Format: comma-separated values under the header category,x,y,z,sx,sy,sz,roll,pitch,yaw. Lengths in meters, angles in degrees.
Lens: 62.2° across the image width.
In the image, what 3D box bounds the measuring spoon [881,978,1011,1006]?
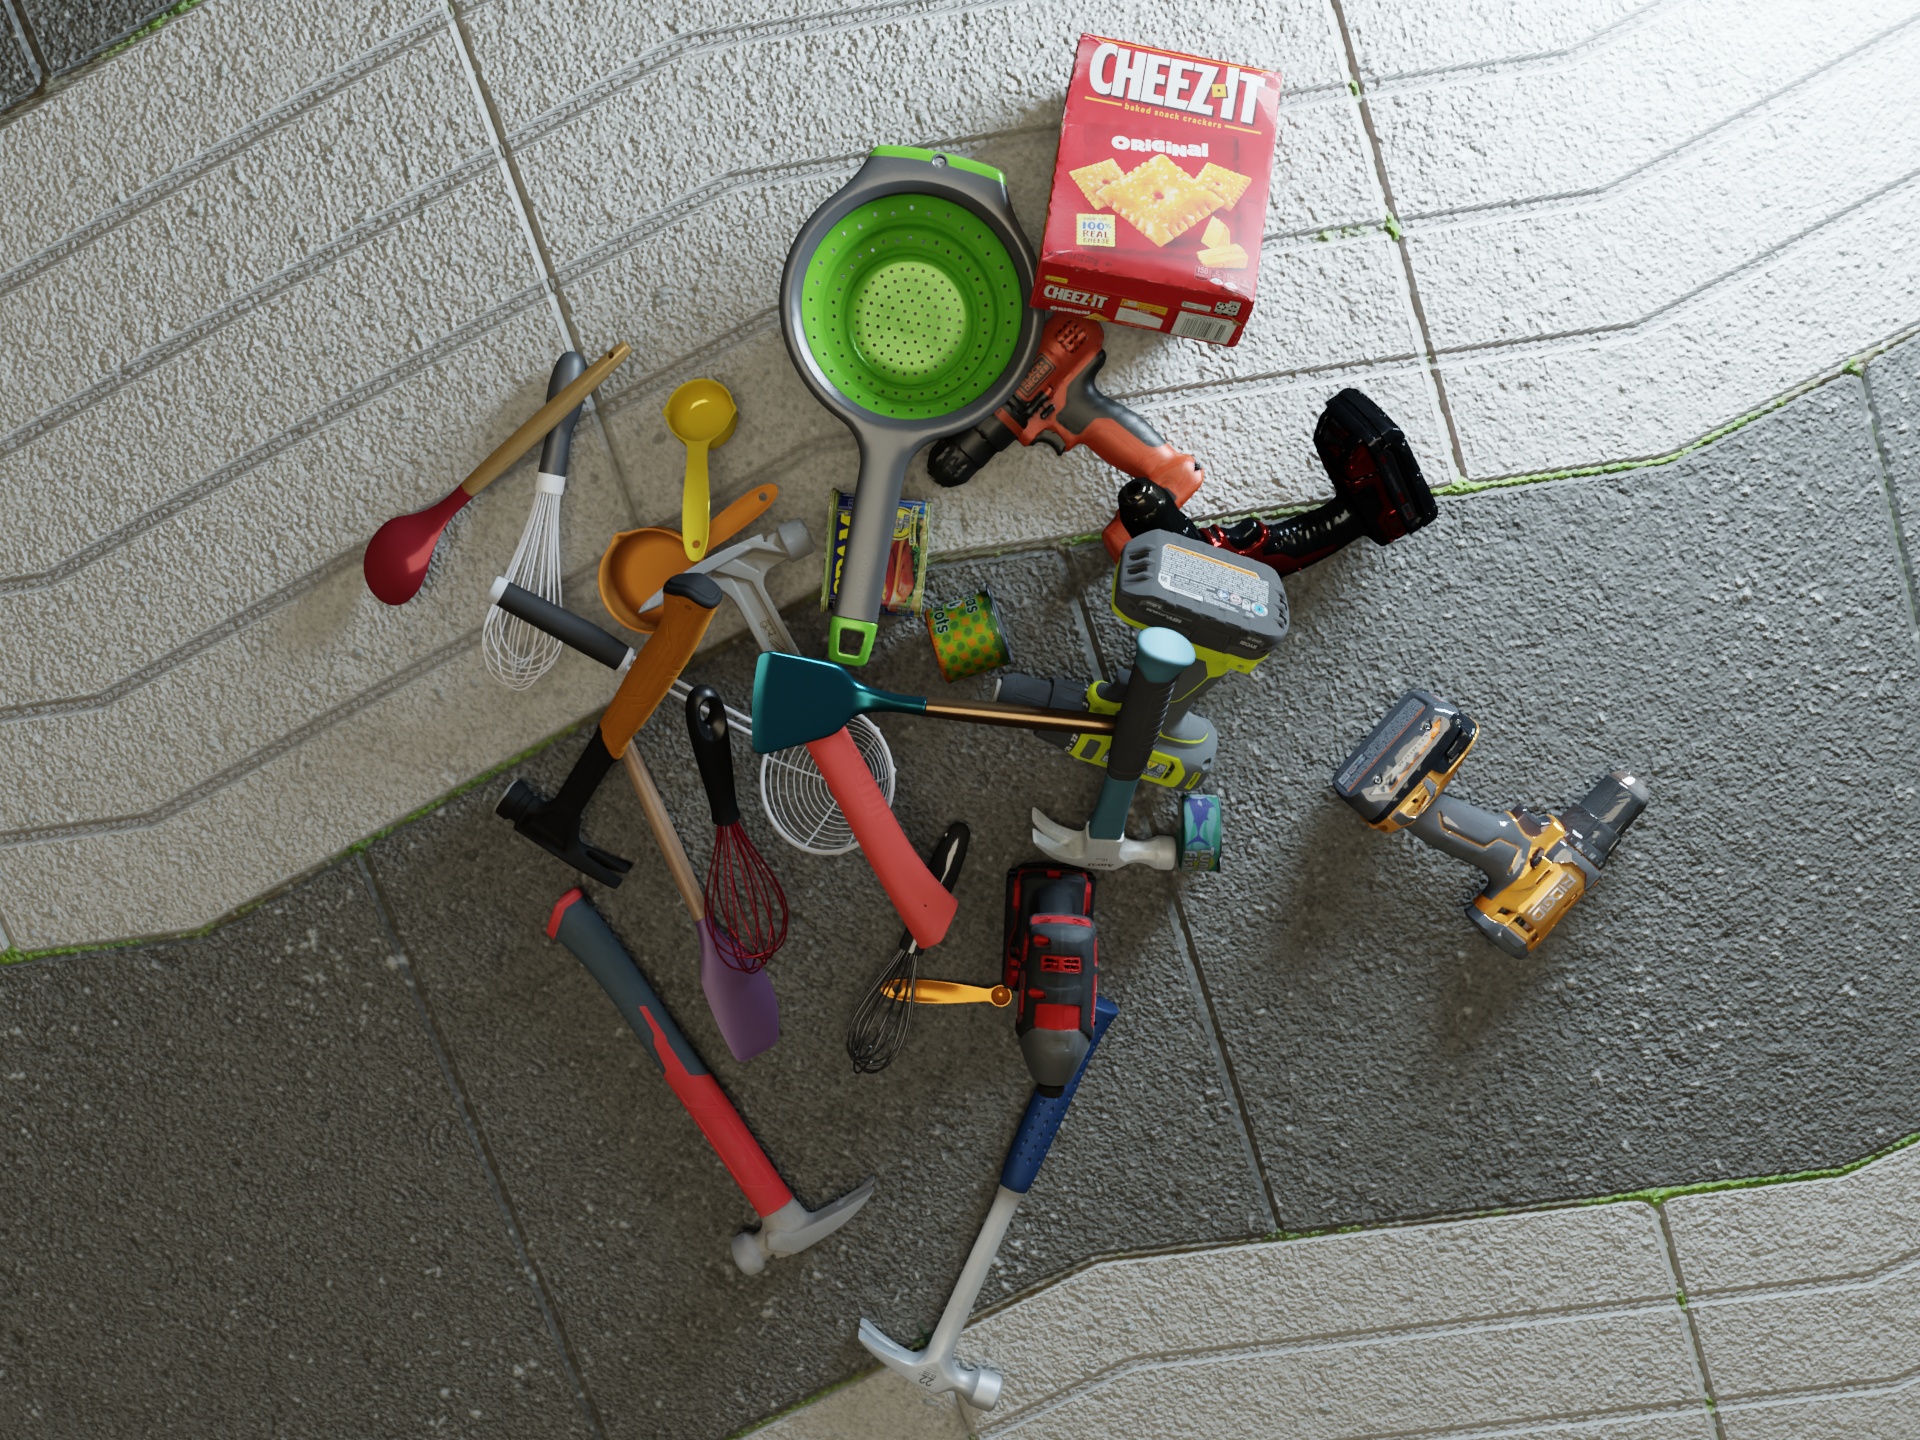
category,x,y,z,sx,sy,sz,roll,pitch,yaw
measuring spoon,-0.013,0.241,1.414,0.117,0.011,0.021,3,96,4

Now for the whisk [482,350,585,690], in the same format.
category,x,y,z,sx,sy,sz,roll,pitch,yaw
whisk,-0.345,-0.164,1.319,0.070,0.070,0.284,12,96,-1

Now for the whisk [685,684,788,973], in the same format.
category,x,y,z,sx,sy,sz,roll,pitch,yaw
whisk,-0.190,0.094,1.312,0.073,0.073,0.295,-4,125,2

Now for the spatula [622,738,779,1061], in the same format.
category,x,y,z,sx,sy,sz,roll,pitch,yaw
spatula,-0.234,0.148,1.390,0.060,0.018,0.316,-27,98,-28

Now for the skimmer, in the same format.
category,x,y,z,sx,sy,sz,roll,pitch,yaw
skimmer,-0.221,-0.013,1.301,0.363,0.090,0.127,30,102,-18

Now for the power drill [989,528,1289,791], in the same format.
category,x,y,z,sx,sy,sz,roll,pitch,yaw
power drill,0.141,-0.042,1.268,0.190,0.080,0.228,18,140,-8

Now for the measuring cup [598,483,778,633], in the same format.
category,x,y,z,sx,sy,sz,roll,pitch,yaw
measuring cup,-0.219,-0.143,1.323,0.173,0.052,0.095,-36,98,5

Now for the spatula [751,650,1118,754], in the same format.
category,x,y,z,sx,sy,sz,roll,pitch,yaw
spatula,-0.002,-0.004,1.245,0.317,0.044,0.082,5,103,-1

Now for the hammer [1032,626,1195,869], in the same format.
category,x,y,z,sx,sy,sz,roll,pitch,yaw
hammer,0.132,0.032,1.244,0.128,0.330,0.033,2,58,-4

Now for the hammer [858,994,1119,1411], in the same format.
category,x,y,z,sx,sy,sz,roll,pitch,yaw
hammer,0.038,0.428,1.434,0.144,0.035,0.405,22,100,-3

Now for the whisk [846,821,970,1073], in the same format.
category,x,y,z,sx,sy,sz,roll,pitch,yaw
whisk,-0.043,0.199,1.384,0.055,0.055,0.239,22,94,-3

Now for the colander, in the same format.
category,x,y,z,sx,sy,sz,roll,pitch,yaw
colander,-0.055,-0.242,1.266,0.204,0.094,0.397,10,95,-5

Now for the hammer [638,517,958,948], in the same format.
category,x,y,z,sx,sy,sz,roll,pitch,yaw
hammer,-0.112,0.026,1.283,0.149,0.037,0.359,-28,96,-4

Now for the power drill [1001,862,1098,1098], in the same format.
category,x,y,z,sx,sy,sz,roll,pitch,yaw
power drill,0.075,0.205,1.297,0.078,0.220,0.143,2,101,1

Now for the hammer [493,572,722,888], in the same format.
category,x,y,z,sx,sy,sz,roll,pitch,yaw
hammer,-0.267,0.007,1.283,0.127,0.034,0.336,35,128,-6

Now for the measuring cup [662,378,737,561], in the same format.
category,x,y,z,sx,sy,sz,roll,pitch,yaw
measuring cup,-0.211,-0.201,1.296,0.062,0.029,0.157,-1,78,6

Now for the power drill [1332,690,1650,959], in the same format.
category,x,y,z,sx,sy,sz,roll,pitch,yaw
power drill,0.453,0.069,1.339,0.226,0.084,0.185,39,98,-10

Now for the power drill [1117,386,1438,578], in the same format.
category,x,y,z,sx,sy,sz,roll,pitch,yaw
power drill,0.245,-0.166,1.266,0.226,0.080,0.187,-34,129,8

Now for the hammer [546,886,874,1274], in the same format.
category,x,y,z,sx,sy,sz,roll,pitch,yaw
hammer,-0.232,0.306,1.414,0.143,0.038,0.386,-31,99,5

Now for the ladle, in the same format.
category,x,y,z,sx,sy,sz,roll,pitch,yaw
ladle,-0.383,-0.204,1.298,0.315,0.031,0.069,-38,75,15
